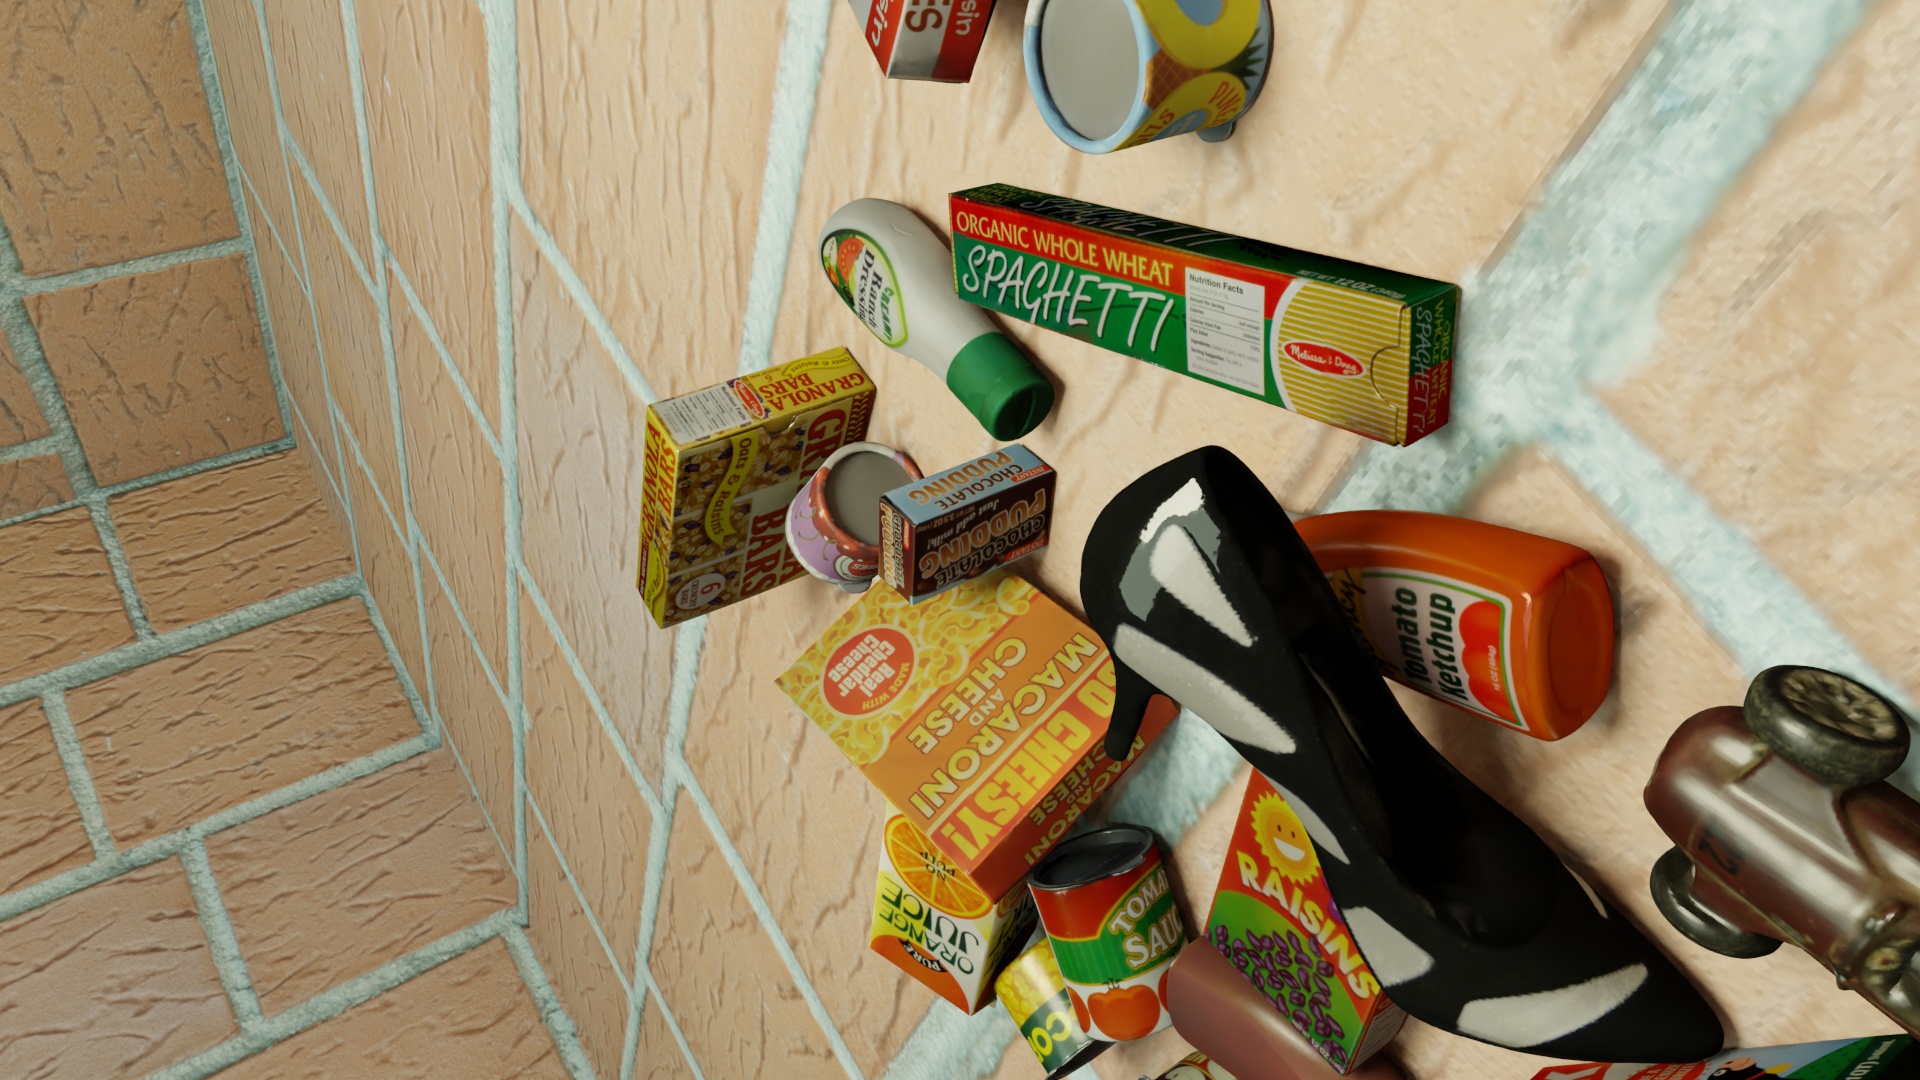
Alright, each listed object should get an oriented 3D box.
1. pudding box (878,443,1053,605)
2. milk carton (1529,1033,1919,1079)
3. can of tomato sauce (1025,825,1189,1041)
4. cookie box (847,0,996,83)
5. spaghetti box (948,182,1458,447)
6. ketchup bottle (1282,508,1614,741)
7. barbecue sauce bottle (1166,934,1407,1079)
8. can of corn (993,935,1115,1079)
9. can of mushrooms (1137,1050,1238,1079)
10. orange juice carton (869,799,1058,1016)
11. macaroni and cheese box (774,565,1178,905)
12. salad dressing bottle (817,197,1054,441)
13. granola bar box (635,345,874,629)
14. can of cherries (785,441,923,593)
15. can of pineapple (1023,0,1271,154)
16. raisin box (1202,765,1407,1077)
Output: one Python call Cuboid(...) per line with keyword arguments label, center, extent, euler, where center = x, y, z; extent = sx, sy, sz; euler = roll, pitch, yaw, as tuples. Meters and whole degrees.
Cuboid(label="pudding box", center=(0.002, -0.008, 0.660), extent=(0.030, 0.084, 0.049), euler=(41, 141, 38))
Cuboid(label="milk carton", center=(0.226, 0.218, 0.451), extent=(0.073, 0.072, 0.189), euler=(61, 150, 11))
Cuboid(label="can of tomato sauce", center=(0.078, 0.194, 0.687), extent=(0.071, 0.071, 0.083), euler=(-9, 102, 60))
Cuboid(label="cookie box", center=(-0.024, -0.280, 0.538), extent=(0.122, 0.040, 0.168), euler=(111, 144, -50))
Cuboid(label="spaghetti box", center=(0.078, -0.096, 0.535), extent=(0.250, 0.029, 0.050), euler=(29, 133, 48))
Cuboid(label="ketchup bottle", center=(0.146, 0.017, 0.481), extent=(0.149, 0.044, 0.064), euler=(21, 135, 53))
Cuboid(label="barbecue sauce bottle", center=(0.156, 0.232, 0.605), extent=(0.149, 0.044, 0.064), euler=(24, 140, 50))
Cuboid(label="can of corn", center=(0.058, 0.248, 0.750), extent=(0.058, 0.071, 0.070), euler=(53, 147, 26))
Cuboid(label="can of mushrooms", center=(0.125, 0.297, 0.710), extent=(0.071, 0.033, 0.070), euler=(38, 139, 42))
Cuboid(label="orange juice carton", center=(0.002, 0.188, 0.759), extent=(0.072, 0.073, 0.191), euler=(28, 135, 21))
Cuboid(label="macaroni and cheese box", center=(0.004, 0.076, 0.675), extent=(0.167, 0.124, 0.040), euler=(36, 166, 43))
Cuboid(label="salad dressing bottle", center=(-0.013, -0.106, 0.662), extent=(0.148, 0.044, 0.064), euler=(49, 147, 30))
Cuboid(label="granola bar box", center=(-0.123, -0.028, 0.814), extent=(0.039, 0.125, 0.164), euler=(52, 147, 25))
Cuboid(label="can of cherries", center=(-0.056, -0.012, 0.773), extent=(0.071, 0.072, 0.058), euler=(64, 149, 8))
Cuboid(label="can of pineapple", center=(0.064, -0.169, 0.480), extent=(0.071, 0.058, 0.070), euler=(37, 138, 42))
Cuboid(label="raisin box", center=(0.150, 0.144, 0.563), extent=(0.086, 0.040, 0.122), euler=(44, 142, 38))
